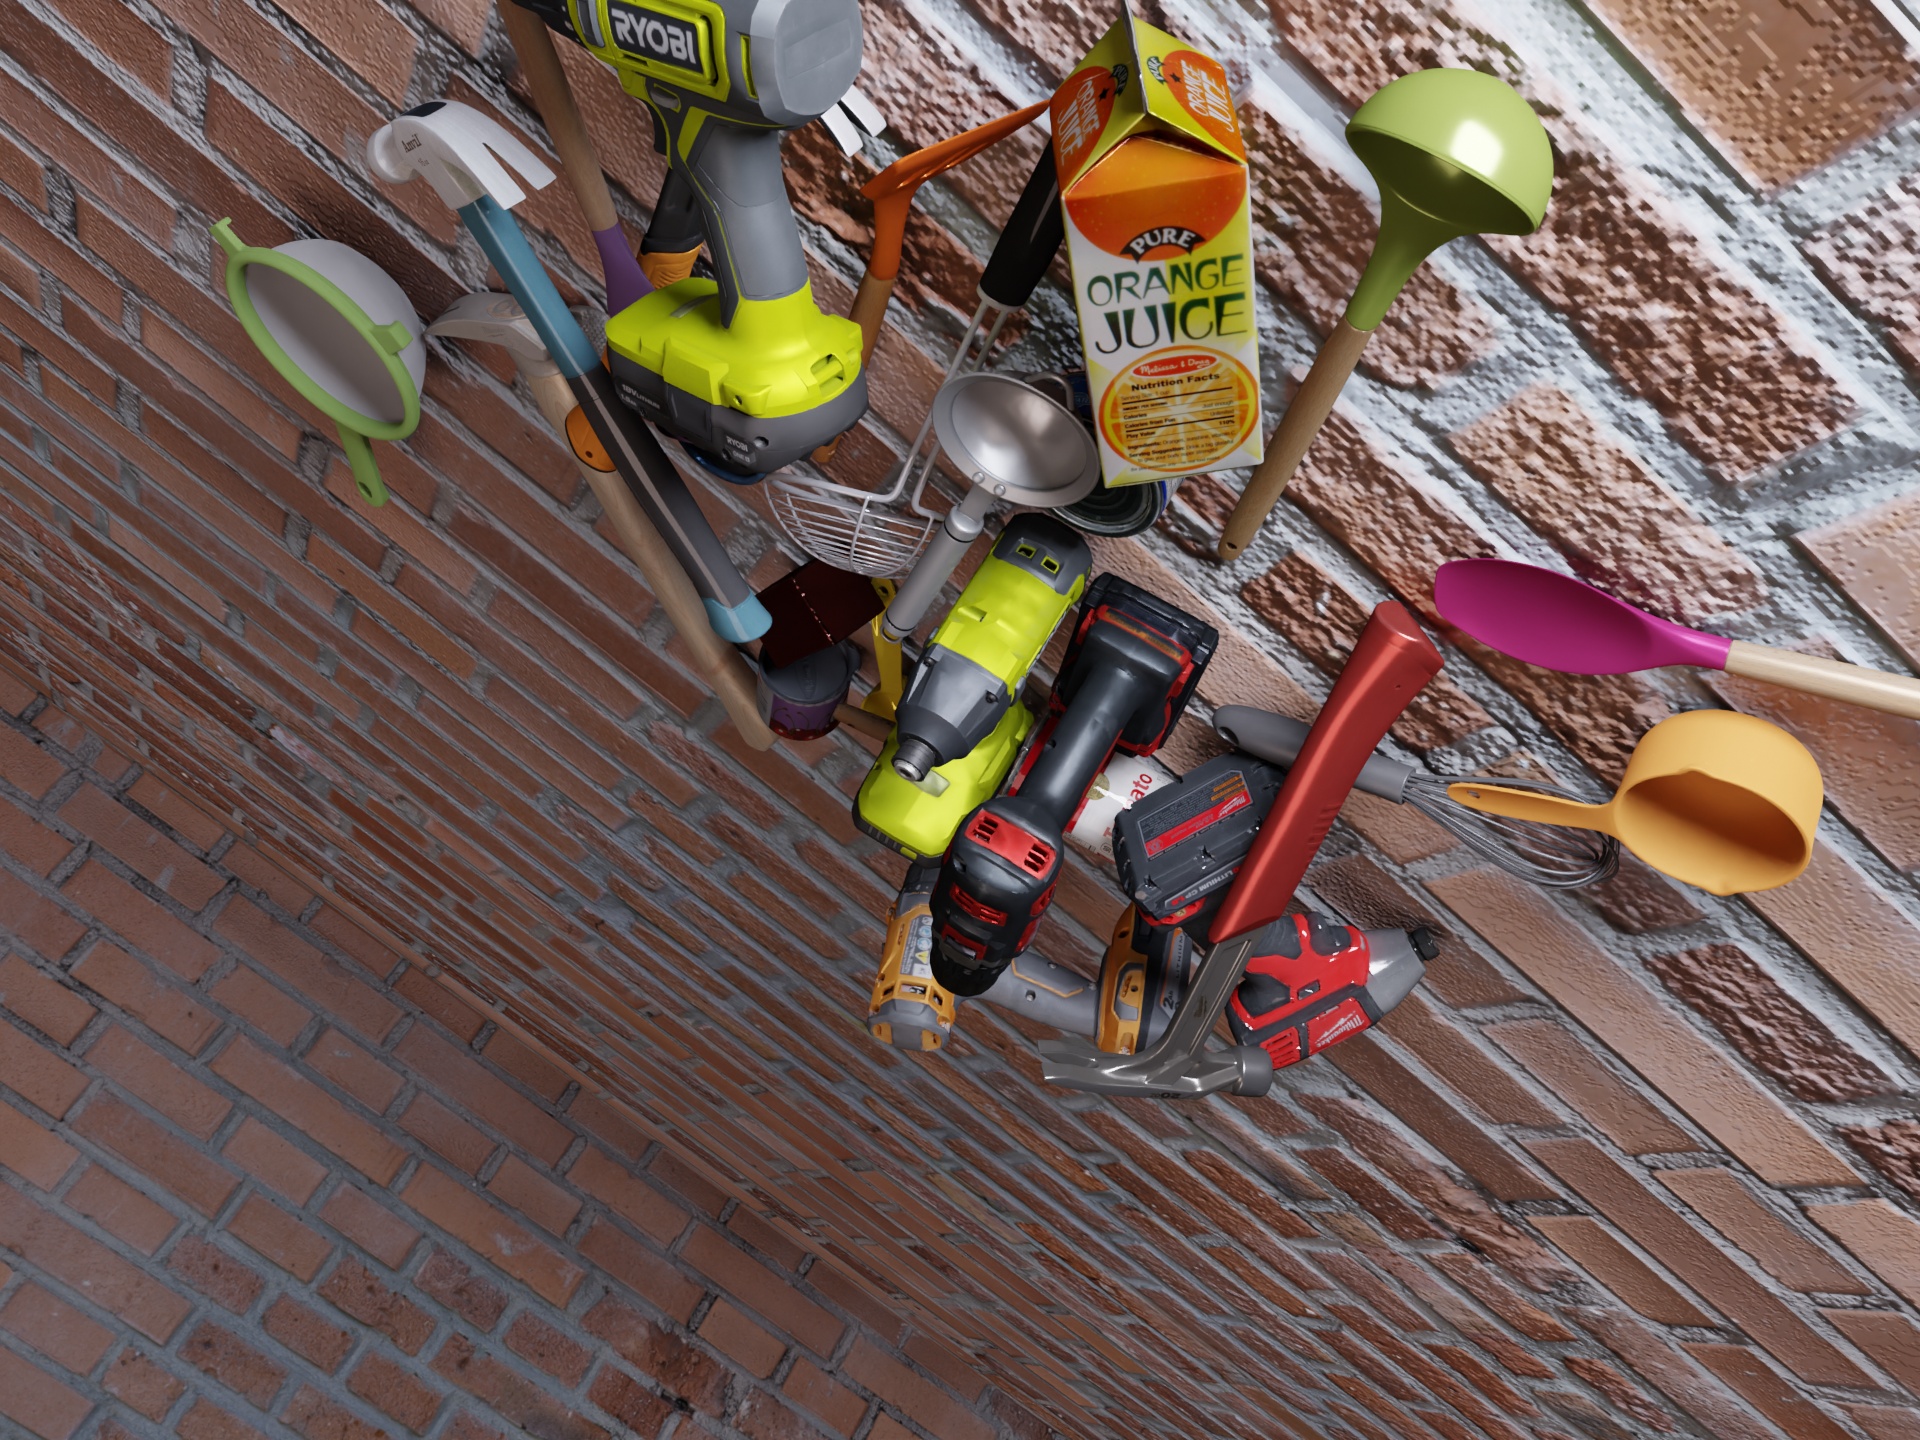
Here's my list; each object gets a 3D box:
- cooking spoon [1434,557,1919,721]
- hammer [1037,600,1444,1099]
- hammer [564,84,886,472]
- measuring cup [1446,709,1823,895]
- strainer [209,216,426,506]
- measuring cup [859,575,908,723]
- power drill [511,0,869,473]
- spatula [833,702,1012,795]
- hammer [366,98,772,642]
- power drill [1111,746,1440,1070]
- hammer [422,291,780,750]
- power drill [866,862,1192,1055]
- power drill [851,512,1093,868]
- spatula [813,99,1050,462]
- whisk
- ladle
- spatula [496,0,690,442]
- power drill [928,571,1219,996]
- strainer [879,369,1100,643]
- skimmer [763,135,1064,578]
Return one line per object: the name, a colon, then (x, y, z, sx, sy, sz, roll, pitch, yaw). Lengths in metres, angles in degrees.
cooking spoon: (0.368, -0.022, 0.704, 0.319, 0.017, 0.068, 18, 148, 27)
hammer: (0.164, 0.087, 0.891, 0.149, 0.037, 0.358, 8, 126, -15)
hammer: (-0.152, -0.234, 0.845, 0.127, 0.034, 0.336, 37, 144, -3)
measuring cup: (0.332, 0.031, 0.788, 0.174, 0.052, 0.095, 8, 143, 40)
strainer: (-0.410, -0.240, 1.097, 0.151, 0.069, 0.256, 31, 153, 7)
measuring cup: (-0.041, -0.043, 1.083, 0.062, 0.029, 0.156, 17, 135, 22)
power drill: (-0.123, -0.242, 0.713, 0.191, 0.080, 0.228, 29, 143, 29)
spatula: (0.056, 0.064, 1.091, 0.317, 0.044, 0.082, 24, 158, -3)
hammer: (-0.200, -0.181, 0.874, 0.128, 0.033, 0.330, 9, 136, 52)
power drill: (0.201, 0.123, 0.992, 0.143, 0.079, 0.219, -30, 123, 15)
hammer: (-0.225, -0.123, 1.123, 0.146, 0.038, 0.410, 15, 146, 33)
power drill: (0.055, 0.163, 1.178, 0.226, 0.185, 0.084, 8, 147, 6)
power drill: (-0.002, -0.003, 0.948, 0.080, 0.171, 0.223, 30, 154, 5)
spatula: (-0.040, -0.206, 0.801, 0.041, 0.081, 0.322, 56, 157, 9)
whisk: (0.247, 0.035, 0.884, 0.239, 0.055, 0.055, 22, 149, 29)
ladle: (0.158, -0.148, 0.685, 0.078, 0.062, 0.320, 30, 154, 6)
spatula: (-0.184, -0.268, 0.786, 0.060, 0.018, 0.315, 17, 141, 33)
power drill: (0.052, 0.048, 0.907, 0.080, 0.227, 0.187, 29, 150, 8)
strainer: (0.004, -0.107, 0.808, 0.087, 0.050, 0.258, 31, 144, -6)
skimmer: (-0.003, -0.188, 0.801, 0.127, 0.090, 0.363, 13, 143, -16)
